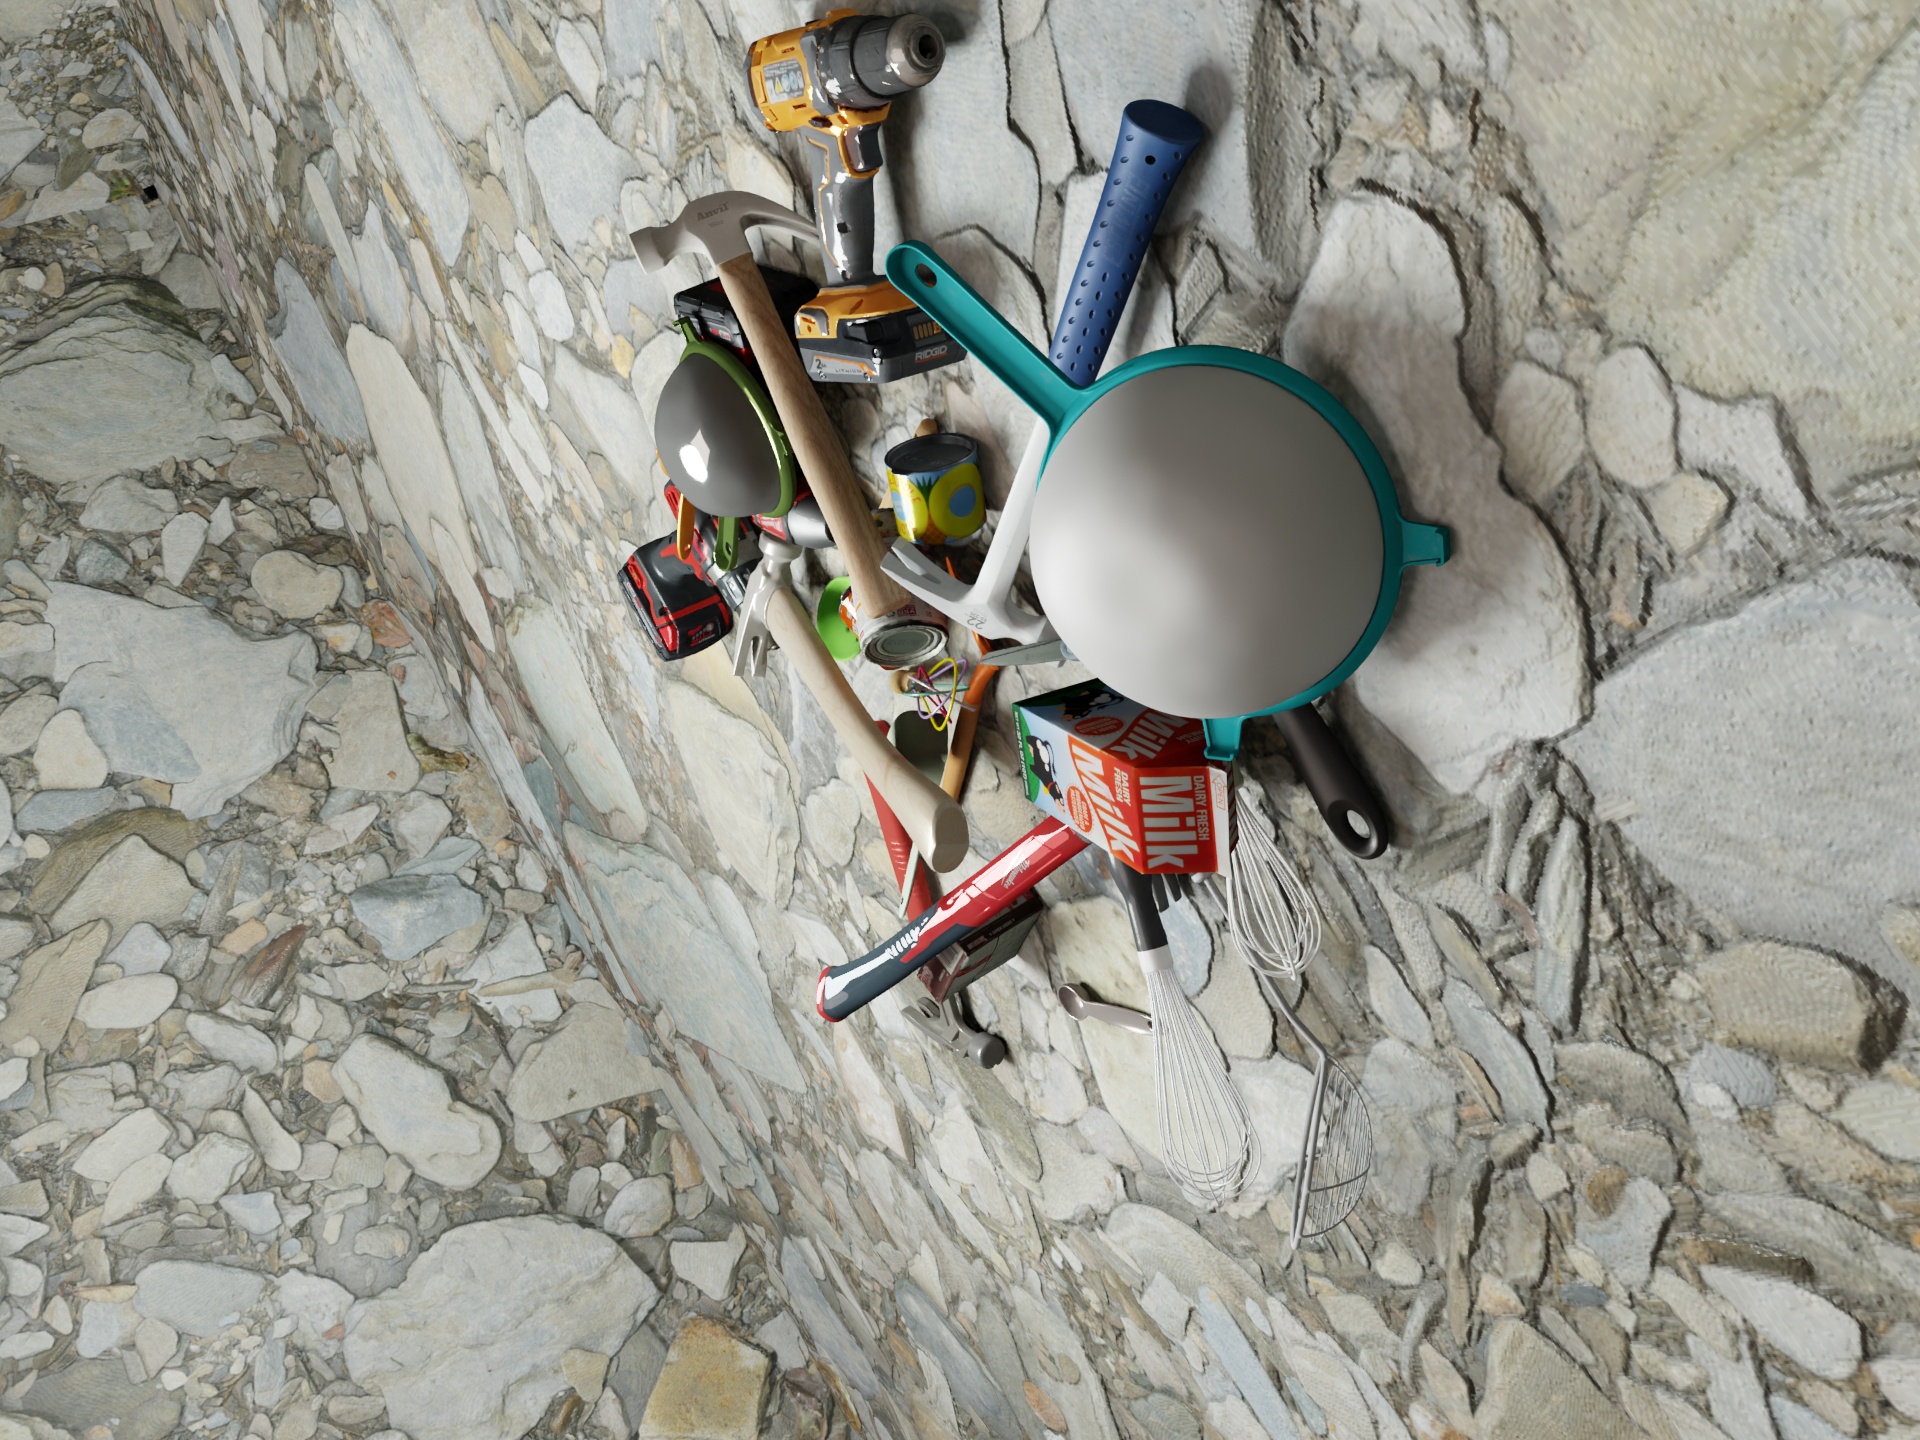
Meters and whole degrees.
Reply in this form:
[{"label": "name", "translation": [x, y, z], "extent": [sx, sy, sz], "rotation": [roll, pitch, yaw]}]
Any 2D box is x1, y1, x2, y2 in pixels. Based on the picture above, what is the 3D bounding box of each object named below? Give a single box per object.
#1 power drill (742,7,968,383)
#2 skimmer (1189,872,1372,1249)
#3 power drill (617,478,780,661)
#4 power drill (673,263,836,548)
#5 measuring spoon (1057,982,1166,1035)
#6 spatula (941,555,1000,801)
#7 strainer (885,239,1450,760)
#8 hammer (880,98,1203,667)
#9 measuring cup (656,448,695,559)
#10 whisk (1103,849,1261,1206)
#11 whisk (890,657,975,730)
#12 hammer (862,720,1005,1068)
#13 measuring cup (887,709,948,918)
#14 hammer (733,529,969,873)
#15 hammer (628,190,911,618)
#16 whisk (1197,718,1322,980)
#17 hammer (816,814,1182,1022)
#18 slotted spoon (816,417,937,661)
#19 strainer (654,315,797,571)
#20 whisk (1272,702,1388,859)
[{"label": "power drill", "translation": [-0.057, -0.338, 1.027], "extent": [0.185, 0.084, 0.226], "rotation": [18, 125, 53]}, {"label": "skimmer", "translation": [0.171, 0.171, 1.075], "extent": [0.363, 0.090, 0.127], "rotation": [61, -172, 10]}, {"label": "power drill", "translation": [-0.245, -0.130, 1.555], "extent": [0.188, 0.080, 0.226], "rotation": [61, 150, 3]}, {"label": "power drill", "translation": [-0.145, -0.242, 1.274], "extent": [0.143, 0.078, 0.219], "rotation": [31, 142, 47]}, {"label": "measuring spoon", "translation": [0.127, 0.237, 1.305], "extent": [0.124, 0.018, 0.034], "rotation": [6, 120, 51]}, {"label": "spatula", "translation": [-0.002, -0.004, 1.274], "extent": [0.322, 0.041, 0.081], "rotation": [103, 152, -54]}, {"label": "strainer", "translation": [0.070, -0.126, 0.837], "extent": [0.340, 0.095, 0.211], "rotation": [44, 129, 3]}, {"label": "hammer", "translation": [0.053, -0.189, 0.967], "extent": [0.144, 0.035, 0.405], "rotation": [24, 141, 3]}, {"label": "measuring cup", "translation": [-0.221, -0.205, 1.404], "extent": [0.052, 0.095, 0.173], "rotation": [30, 130, 20]}, {"label": "whisk", "translation": [0.144, 0.196, 1.103], "extent": [0.070, 0.070, 0.284], "rotation": [-21, 83, 63]}, {"label": "whisk", "translation": [-0.030, -0.023, 1.239], "extent": [0.245, 0.051, 0.047], "rotation": [-163, 55, -79]}, {"label": "hammer", "translation": [-0.048, 0.163, 1.515], "extent": [0.149, 0.036, 0.358], "rotation": [21, 133, 53]}, {"label": "measuring cup", "translation": [-0.046, 0.072, 1.265], "extent": [0.083, 0.038, 0.168], "rotation": [156, 126, -71]}, {"label": "hammer", "translation": [-0.097, -0.003, 1.290], "extent": [0.411, 0.038, 0.146], "rotation": [52, 133, 48]}, {"label": "hammer", "translation": [-0.115, -0.230, 1.149], "extent": [0.031, 0.130, 0.331], "rotation": [100, 146, -85]}, {"label": "whisk", "translation": [0.172, 0.051, 1.015], "extent": [0.059, 0.058, 0.246], "rotation": [-72, -39, -85]}, {"label": "hammer", "translation": [0.009, 0.164, 1.257], "extent": [0.386, 0.038, 0.143], "rotation": [-41, 79, 39]}, {"label": "slotted spoon", "translation": [-0.066, -0.142, 1.277], "extent": [0.070, 0.031, 0.313], "rotation": [64, 153, 19]}, {"label": "strainer", "translation": [-0.205, -0.188, 1.281], "extent": [0.152, 0.069, 0.256], "rotation": [49, 154, 17]}, {"label": "whisk", "translation": [0.168, -0.046, 0.922], "extent": [0.296, 0.073, 0.073], "rotation": [58, 154, -5]}]
